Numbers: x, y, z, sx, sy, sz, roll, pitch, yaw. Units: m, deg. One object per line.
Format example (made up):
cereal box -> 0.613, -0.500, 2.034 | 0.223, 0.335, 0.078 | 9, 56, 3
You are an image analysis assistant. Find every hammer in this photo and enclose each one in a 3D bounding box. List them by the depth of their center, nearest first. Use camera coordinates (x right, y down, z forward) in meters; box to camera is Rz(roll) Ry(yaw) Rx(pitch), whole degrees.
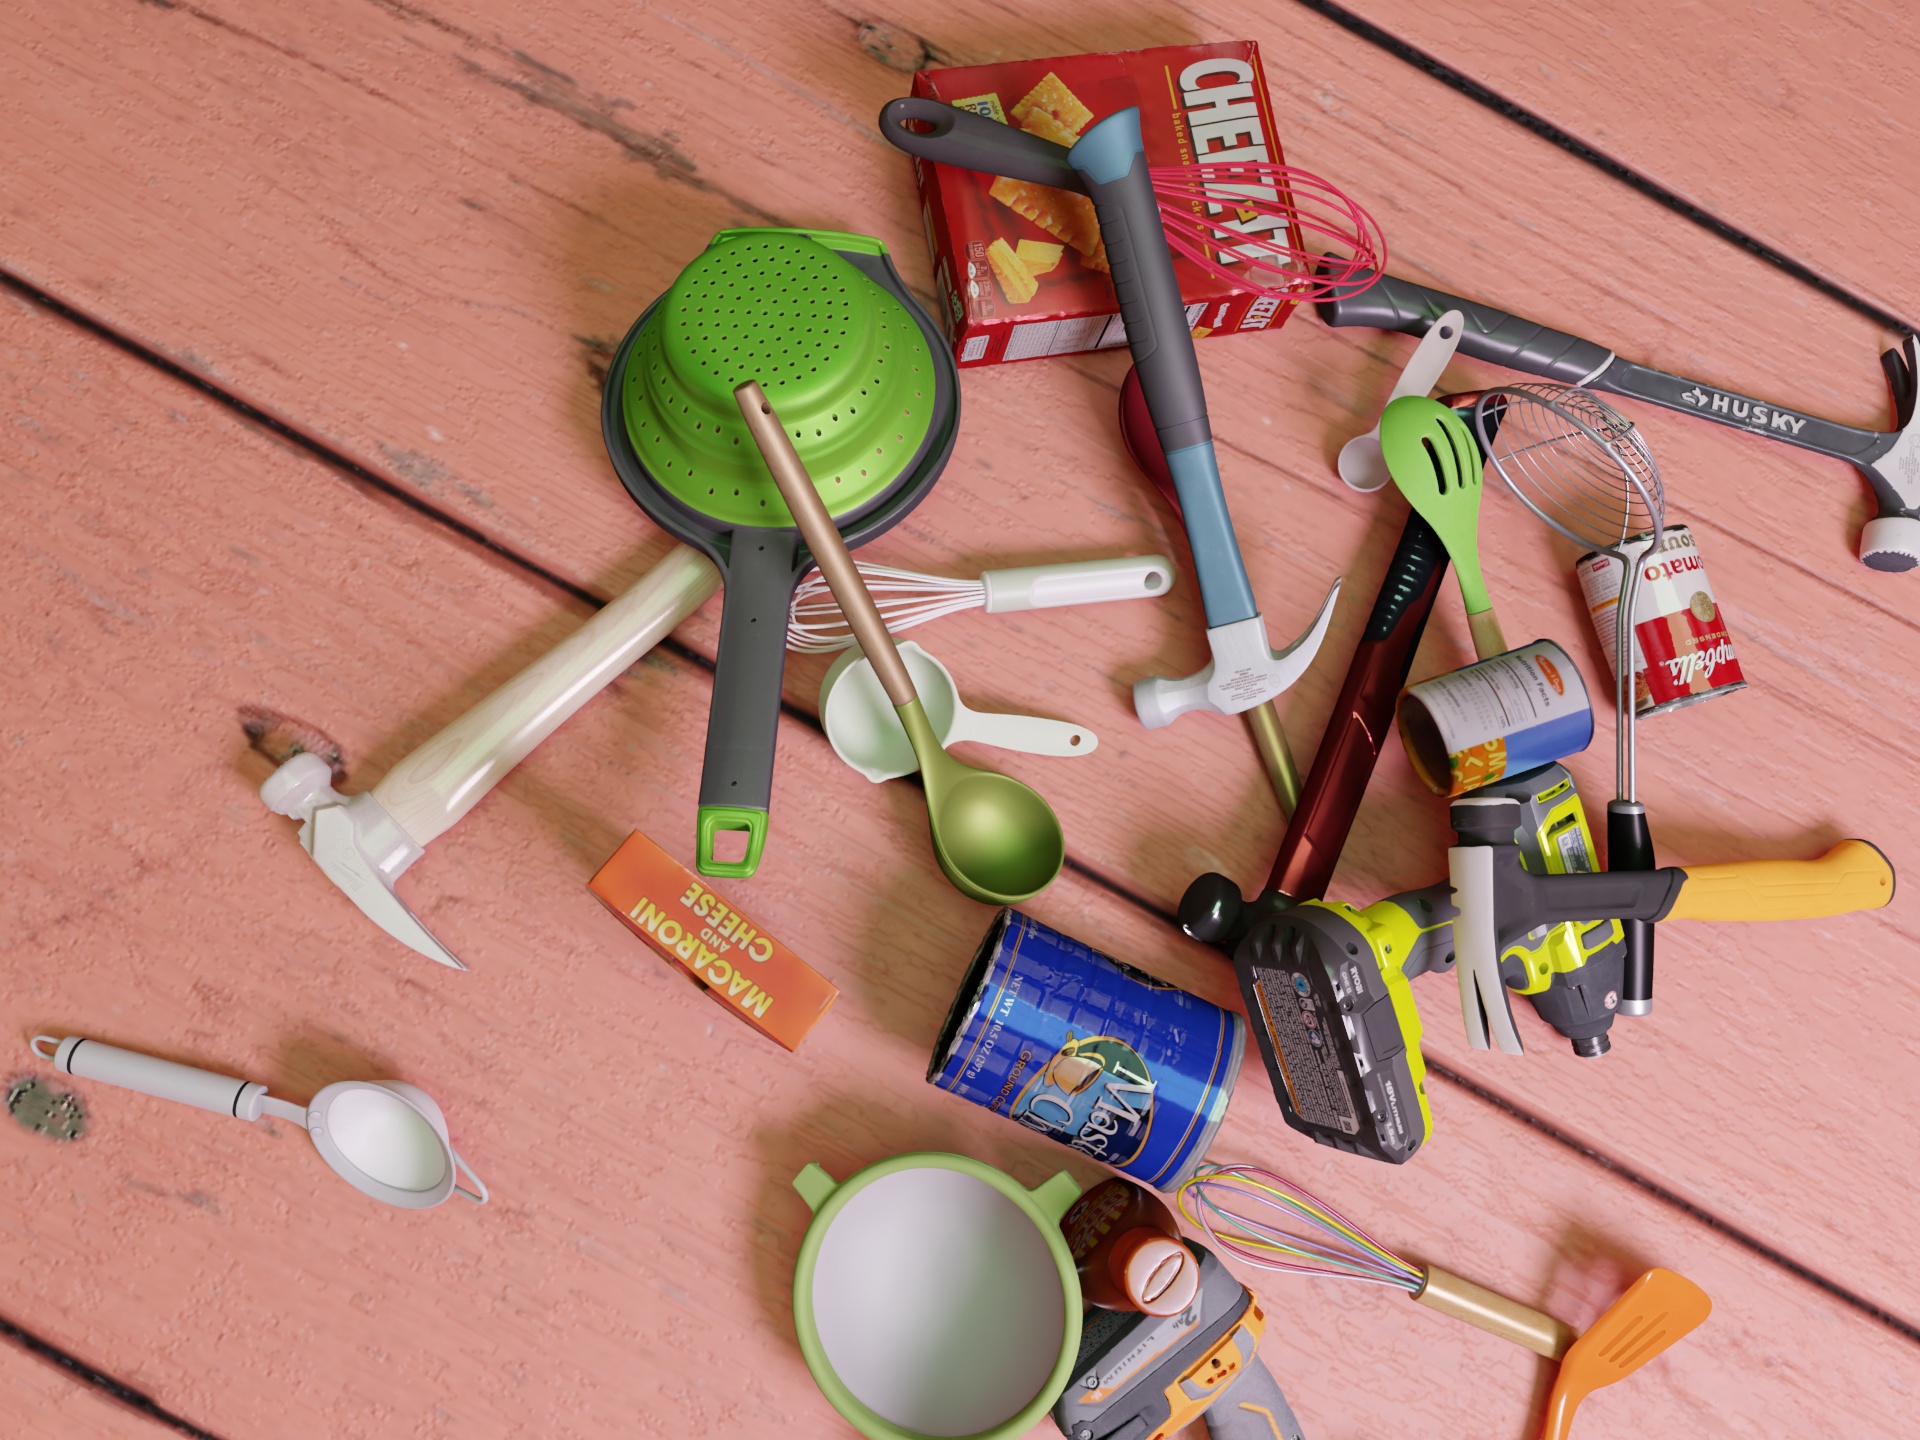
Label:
hammer -> 0.400, 0.103, 0.870 | 0.336, 0.034, 0.127 | 0, 85, -29
hammer -> 0.120, -0.163, 0.874 | 0.128, 0.033, 0.331 | -13, 102, 18
hammer -> -0.182, -0.045, 0.893 | 0.410, 0.038, 0.146 | -43, 88, -12
hammer -> 0.256, -0.022, 0.928 | 0.143, 0.038, 0.386 | 30, 73, -18
hammer -> 0.416, -0.218, 0.991 | 0.409, 0.036, 0.149 | 16, 77, -3

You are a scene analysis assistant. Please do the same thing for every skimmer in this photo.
skimmer -> 0.349, -0.009, 0.902 | 0.090, 0.127, 0.363 | -4, 96, -9

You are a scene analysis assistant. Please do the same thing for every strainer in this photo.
strainer -> -0.005, 0.348, 0.821 | 0.151, 0.069, 0.256 | -3, 85, 14
strainer -> -0.360, 0.198, 0.827 | 0.258, 0.050, 0.086 | 14, 122, 2

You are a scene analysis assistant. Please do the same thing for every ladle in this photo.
ladle -> -0.031, -0.033, 0.823 | 0.078, 0.062, 0.320 | -51, 126, -39
ladle -> 0.157, -0.066, 0.938 | 0.069, 0.031, 0.315 | -15, 83, -33

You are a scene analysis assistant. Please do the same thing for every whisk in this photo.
whisk -> 0.231, 0.301, 0.876 | 0.245, 0.051, 0.047 | 24, 99, -6
whisk -> 0.096, -0.297, 0.888 | 0.296, 0.073, 0.073 | 17, 78, 2
whisk -> 0.007, -0.073, 0.915 | 0.246, 0.059, 0.057 | -7, 117, -12

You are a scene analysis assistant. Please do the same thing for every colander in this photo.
colander -> -0.106, -0.118, 0.839 | 0.204, 0.094, 0.397 | 3, 70, 1

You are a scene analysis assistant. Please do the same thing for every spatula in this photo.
spatula -> 0.307, 0.439, 0.852 | 0.081, 0.041, 0.323 | 36, 78, -35

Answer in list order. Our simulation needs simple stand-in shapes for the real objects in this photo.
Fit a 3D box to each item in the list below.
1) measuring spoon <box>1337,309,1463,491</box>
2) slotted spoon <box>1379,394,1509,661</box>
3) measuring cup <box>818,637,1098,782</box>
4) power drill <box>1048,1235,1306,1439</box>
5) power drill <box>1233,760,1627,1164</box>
measuring spoon -> 0.269, -0.194, 0.967 | 0.034, 0.018, 0.124 | 31, 92, -1
slotted spoon -> 0.310, -0.040, 0.921 | 0.070, 0.031, 0.313 | -22, 96, -30
measuring cup -> -0.001, -0.003, 0.907 | 0.167, 0.038, 0.083 | 9, 104, -23
power drill -> 0.141, 0.405, 0.824 | 0.164, 0.084, 0.226 | -39, 90, -11
power drill -> 0.267, 0.137, 0.857 | 0.223, 0.080, 0.171 | -22, 98, -28
